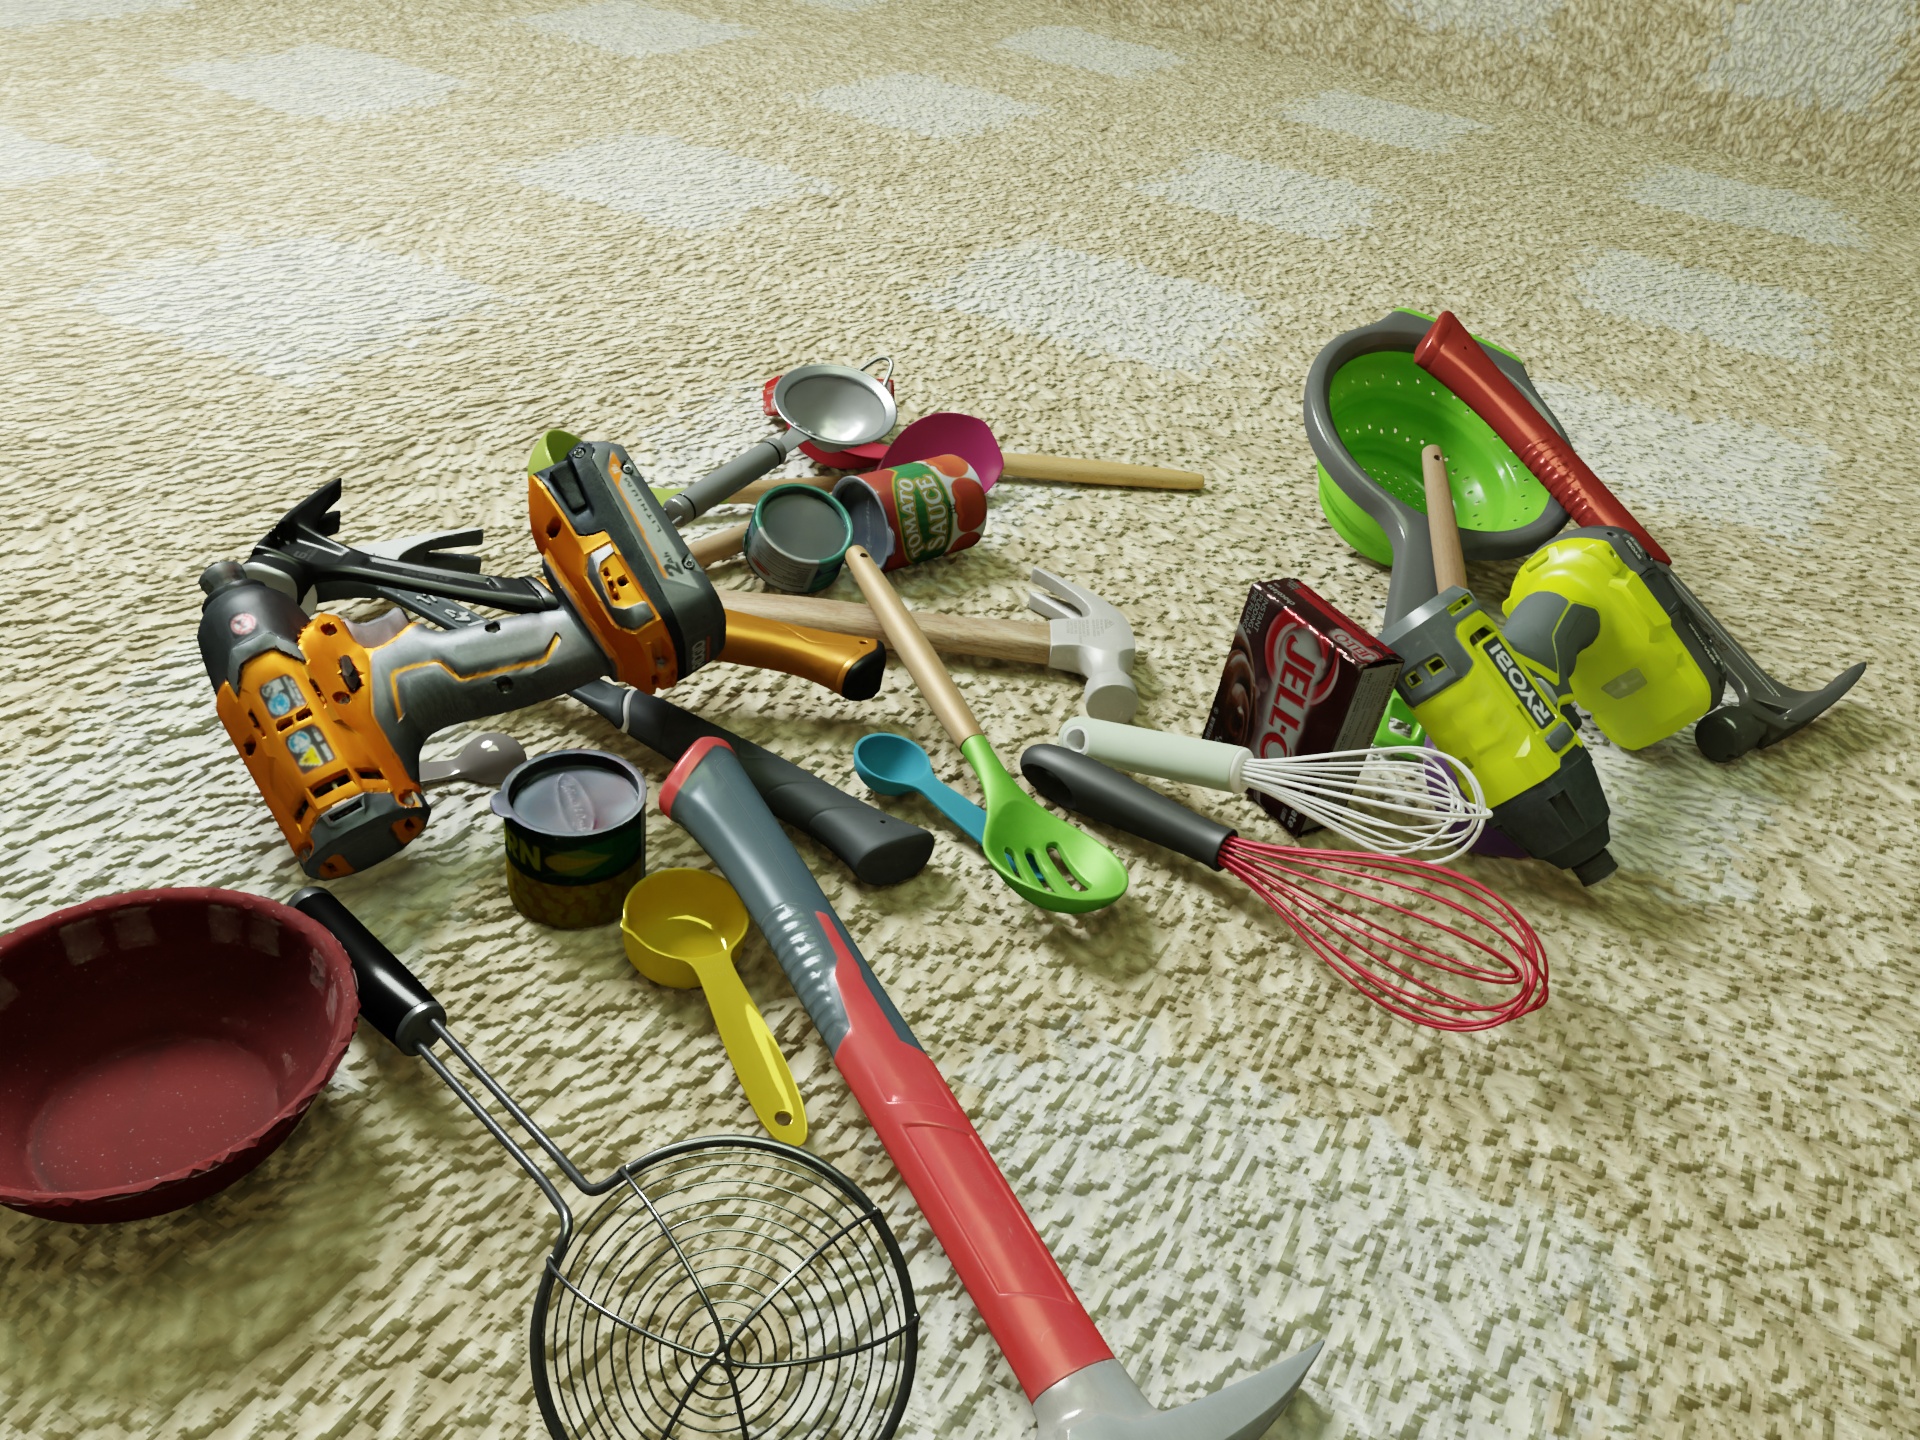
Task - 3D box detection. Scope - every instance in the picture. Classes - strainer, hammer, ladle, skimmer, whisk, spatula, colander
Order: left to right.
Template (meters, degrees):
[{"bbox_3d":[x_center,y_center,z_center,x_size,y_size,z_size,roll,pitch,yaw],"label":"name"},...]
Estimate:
[{"bbox_3d":[-0.164,0.160,0.616,0.364,0.090,0.127,26,73,43],"label":"skimmer"},{"bbox_3d":[-0.207,-0.064,0.878,0.337,0.034,0.127,11,28,-7],"label":"hammer"},{"bbox_3d":[-0.191,-0.013,0.864,0.409,0.036,0.149,26,30,21],"label":"hammer"},{"bbox_3d":[-0.132,-0.165,1.086,0.320,0.062,0.078,-6,51,-23],"label":"ladle"},{"bbox_3d":[-0.121,-0.178,1.050,0.087,0.050,0.258,32,42,13],"label":"strainer"},{"bbox_3d":[-0.060,-0.059,0.964,0.331,0.031,0.130,5,35,-3],"label":"hammer"},{"bbox_3d":[-0.018,0.136,0.654,0.143,0.038,0.387,-12,45,-28],"label":"hammer"},{"bbox_3d":[0.028,-0.192,1.179,0.315,0.031,0.069,4,24,-8],"label":"ladle"},{"bbox_3d":[0.154,0.027,0.826,0.246,0.058,0.059,11,9,37],"label":"whisk"},{"bbox_3d":[0.149,0.073,0.793,0.296,0.073,0.073,25,38,31],"label":"whisk"},{"bbox_3d":[0.299,-0.114,1.074,0.204,0.094,0.397,22,53,-3],"label":"colander"},{"bbox_3d":[0.298,-0.053,0.958,0.059,0.018,0.316,9,53,-3],"label":"spatula"},{"bbox_3d":[0.431,-0.137,1.052,0.149,0.036,0.359,-21,66,-30],"label":"hammer"}]

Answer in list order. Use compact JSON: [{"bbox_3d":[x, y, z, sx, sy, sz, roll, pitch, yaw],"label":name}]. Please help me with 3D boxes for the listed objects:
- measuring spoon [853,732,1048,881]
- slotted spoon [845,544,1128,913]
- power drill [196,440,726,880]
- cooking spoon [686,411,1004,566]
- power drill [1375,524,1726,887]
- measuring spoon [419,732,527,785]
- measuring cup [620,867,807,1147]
[{"bbox_3d":[-0.006,0.051,0.834,0.129,0.021,0.042,37,38,23],"label":"measuring spoon"},{"bbox_3d":[-0.001,-0.003,0.864,0.070,0.031,0.314,-2,40,-30],"label":"slotted spoon"},{"bbox_3d":[-0.248,-0.046,0.775,0.226,0.084,0.164,-31,79,-17],"label":"power drill"},{"bbox_3d":[-0.095,-0.142,1.070,0.319,0.069,0.017,-26,3,-33],"label":"cooking spoon"},{"bbox_3d":[0.341,-0.015,0.896,0.223,0.080,0.171,-28,81,-44],"label":"power drill"},{"bbox_3d":[-0.284,0.023,0.813,0.124,0.018,0.034,-9,37,-26],"label":"measuring spoon"},{"bbox_3d":[-0.104,0.129,0.695,0.062,0.029,0.157,-10,47,-29],"label":"measuring cup"}]
